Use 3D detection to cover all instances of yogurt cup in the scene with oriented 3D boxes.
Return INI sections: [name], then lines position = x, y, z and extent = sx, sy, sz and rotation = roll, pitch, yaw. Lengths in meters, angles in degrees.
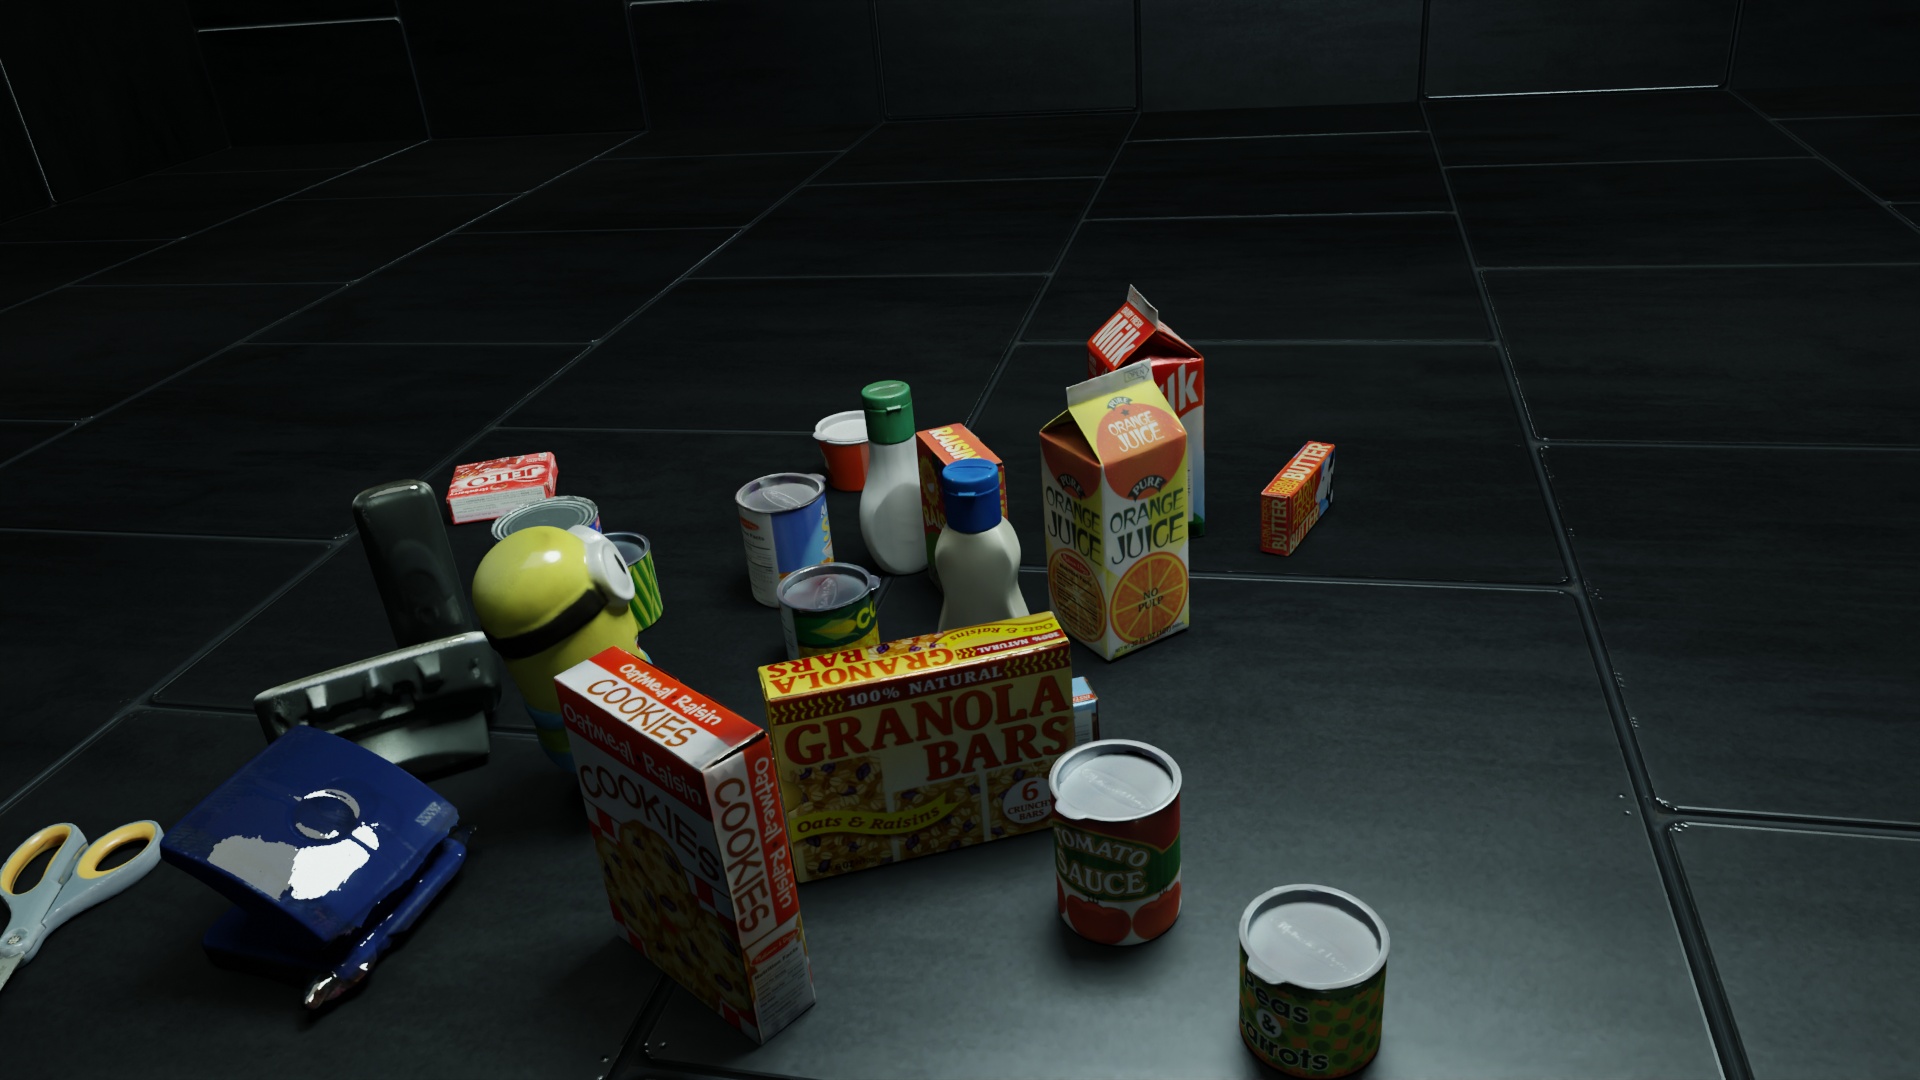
[yogurt cup]
position = -0.092, -0.078, 1.227
extent = 0.072, 0.053, 0.073
rotation = -4, 27, 2

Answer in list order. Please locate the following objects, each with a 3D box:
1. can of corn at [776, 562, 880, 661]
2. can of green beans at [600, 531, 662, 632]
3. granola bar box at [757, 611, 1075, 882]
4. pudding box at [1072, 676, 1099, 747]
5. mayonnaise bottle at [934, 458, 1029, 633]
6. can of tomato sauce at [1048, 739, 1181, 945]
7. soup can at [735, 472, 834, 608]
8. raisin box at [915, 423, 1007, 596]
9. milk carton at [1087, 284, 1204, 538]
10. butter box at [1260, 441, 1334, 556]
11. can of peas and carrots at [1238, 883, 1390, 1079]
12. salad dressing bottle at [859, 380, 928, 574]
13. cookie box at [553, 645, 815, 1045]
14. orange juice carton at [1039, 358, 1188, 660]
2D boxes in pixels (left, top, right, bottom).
[can of corn]
position = -0.088, 0.056, 0.964
extent = 0.071, 0.058, 0.071
rotation = -4, 27, 2
[can of green beans]
position = -0.260, 0.034, 1.038
extent = 0.071, 0.057, 0.071
rotation = -4, 27, 2
[granola bar box]
position = -0.019, 0.114, 0.769
extent = 0.166, 0.123, 0.039
rotation = -10, 28, -10
[pudding box]
position = 0.040, 0.116, 0.836
extent = 0.084, 0.049, 0.030
rotation = -10, 28, -10
[mayonnaise bottle]
position = 0.013, 0.019, 0.921
extent = 0.065, 0.147, 0.041
rotation = 0, 28, 11
[can of tomato sauce]
position = 0.080, 0.156, 0.715
extent = 0.071, 0.082, 0.071
rotation = -4, 27, 2
[soup can]
position = -0.129, -0.001, 1.053
extent = 0.071, 0.083, 0.072
rotation = -4, 27, 2
[raisin box]
position = 0.004, -0.013, 1.010
extent = 0.040, 0.122, 0.086
rotation = -14, 28, -16
[milk carton]
position = 0.143, -0.097, 1.075
extent = 0.073, 0.189, 0.072
rotation = -9, 27, -8
[butter box]
position = 0.263, -0.034, 1.081
extent = 0.024, 0.053, 0.104
rotation = 12, 32, 30
[can of peas and carrots]
position = 0.160, 0.203, 0.638
extent = 0.071, 0.058, 0.071
rotation = -4, 27, 2
[salad dressing bottle]
position = -0.049, -0.048, 1.060
extent = 0.064, 0.147, 0.044
rotation = -13, 28, -15
[cookie box]
position = -0.134, 0.147, 0.680
extent = 0.123, 0.166, 0.040
rotation = 20, 36, 40
[orange juice carton]
position = 0.104, -0.024, 0.939
extent = 0.072, 0.191, 0.073
rotation = -20, 31, -26
